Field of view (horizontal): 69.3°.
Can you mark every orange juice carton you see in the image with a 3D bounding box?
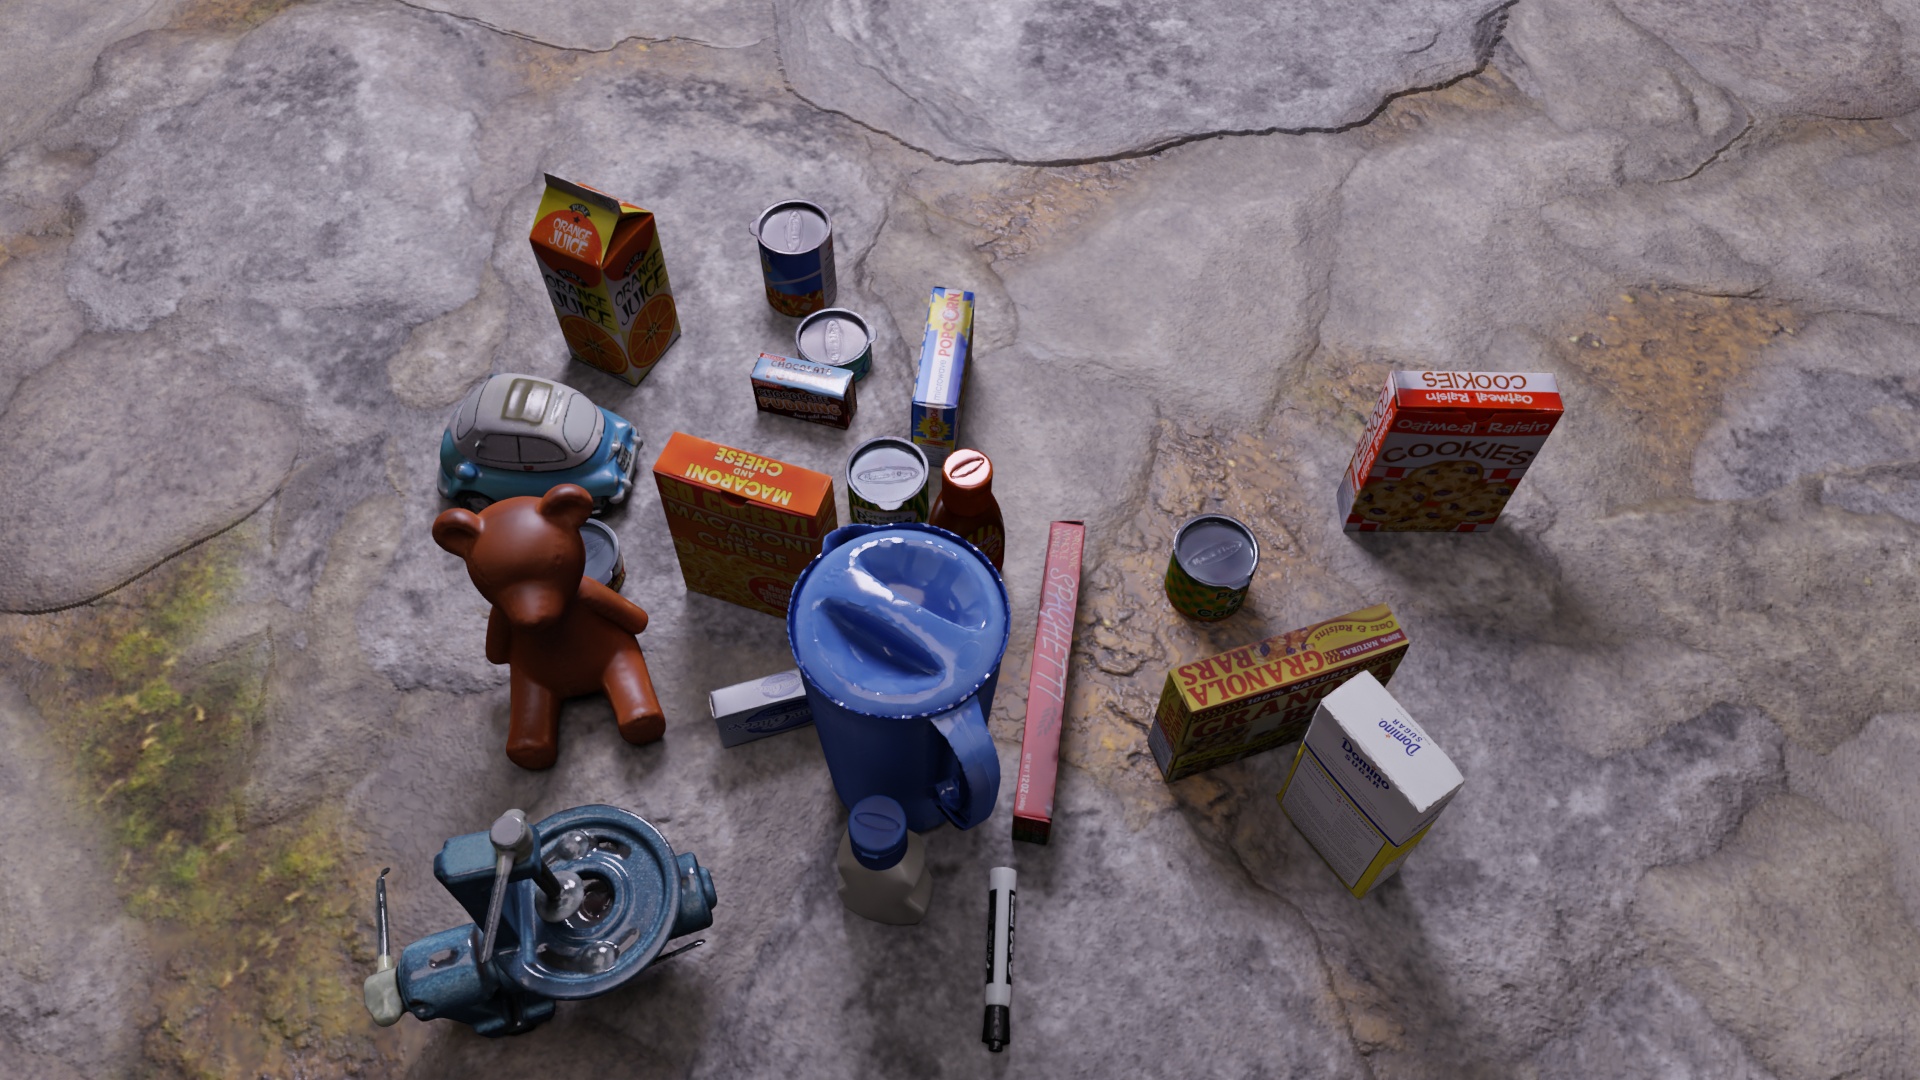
[{"bbox_3d":[-0.294,-0.223,1.149,0.072,0.191,0.073,25,61,14],"label":"orange juice carton"}]

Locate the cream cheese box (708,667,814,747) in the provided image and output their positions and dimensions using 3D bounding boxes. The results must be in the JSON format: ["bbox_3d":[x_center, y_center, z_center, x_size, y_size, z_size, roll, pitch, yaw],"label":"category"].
[{"bbox_3d":[-0.129,0.118,1.019,0.104,0.053,0.024,-14,59,-10],"label":"cream cheese box"}]

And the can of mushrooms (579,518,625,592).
[{"bbox_3d":[-0.297,0.020,1.089,0.071,0.033,0.071,1,58,-1],"label":"can of mushrooms"}]

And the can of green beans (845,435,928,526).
[{"bbox_3d":[-0.058,-0.041,1.118,0.071,0.057,0.071,1,58,-1],"label":"can of green beans"}]

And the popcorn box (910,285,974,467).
[{"bbox_3d":[-0.014,-0.137,1.163,0.038,0.084,0.127,6,58,3],"label":"popcorn box"}]

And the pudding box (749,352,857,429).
[{"bbox_3d":[-0.132,-0.127,1.176,0.084,0.049,0.030,13,59,7],"label":"pudding box"}]

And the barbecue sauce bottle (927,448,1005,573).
[{"bbox_3d":[0.004,-0.013,1.048,0.065,0.147,0.044,-28,63,-17],"label":"barbecue sauce bottle"}]

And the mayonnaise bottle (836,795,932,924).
[{"bbox_3d":[-0.051,0.210,0.907,0.065,0.147,0.041,12,59,6],"label":"mayonnaise bottle"}]

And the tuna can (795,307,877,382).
[{"bbox_3d":[-0.107,-0.168,1.212,0.071,0.032,0.071,1,58,-1],"label":"tuna can"}]

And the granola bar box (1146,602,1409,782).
[{"bbox_3d":[0.223,0.111,0.989,0.166,0.123,0.039,-16,60,-11],"label":"granola bar box"}]

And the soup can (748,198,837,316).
[{"bbox_3d":[-0.147,-0.250,1.233,0.071,0.083,0.071,0,58,-1],"label":"soup can"}]

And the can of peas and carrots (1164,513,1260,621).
[{"bbox_3d":[0.196,0.023,1.082,0.071,0.058,0.071,1,58,-1],"label":"can of peas and carrots"}]

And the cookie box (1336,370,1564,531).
[{"bbox_3d":[0.374,-0.065,1.077,0.123,0.166,0.040,0,58,-1],"label":"cookie box"}]

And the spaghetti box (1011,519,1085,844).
[{"bbox_3d":[0.067,0.099,1.037,0.029,0.050,0.251,7,58,4],"label":"spaghetti box"}]

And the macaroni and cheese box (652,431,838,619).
[{"bbox_3d":[-0.152,-0.002,1.028,0.124,0.165,0.040,16,59,9],"label":"macaroni and cheese box"}]
